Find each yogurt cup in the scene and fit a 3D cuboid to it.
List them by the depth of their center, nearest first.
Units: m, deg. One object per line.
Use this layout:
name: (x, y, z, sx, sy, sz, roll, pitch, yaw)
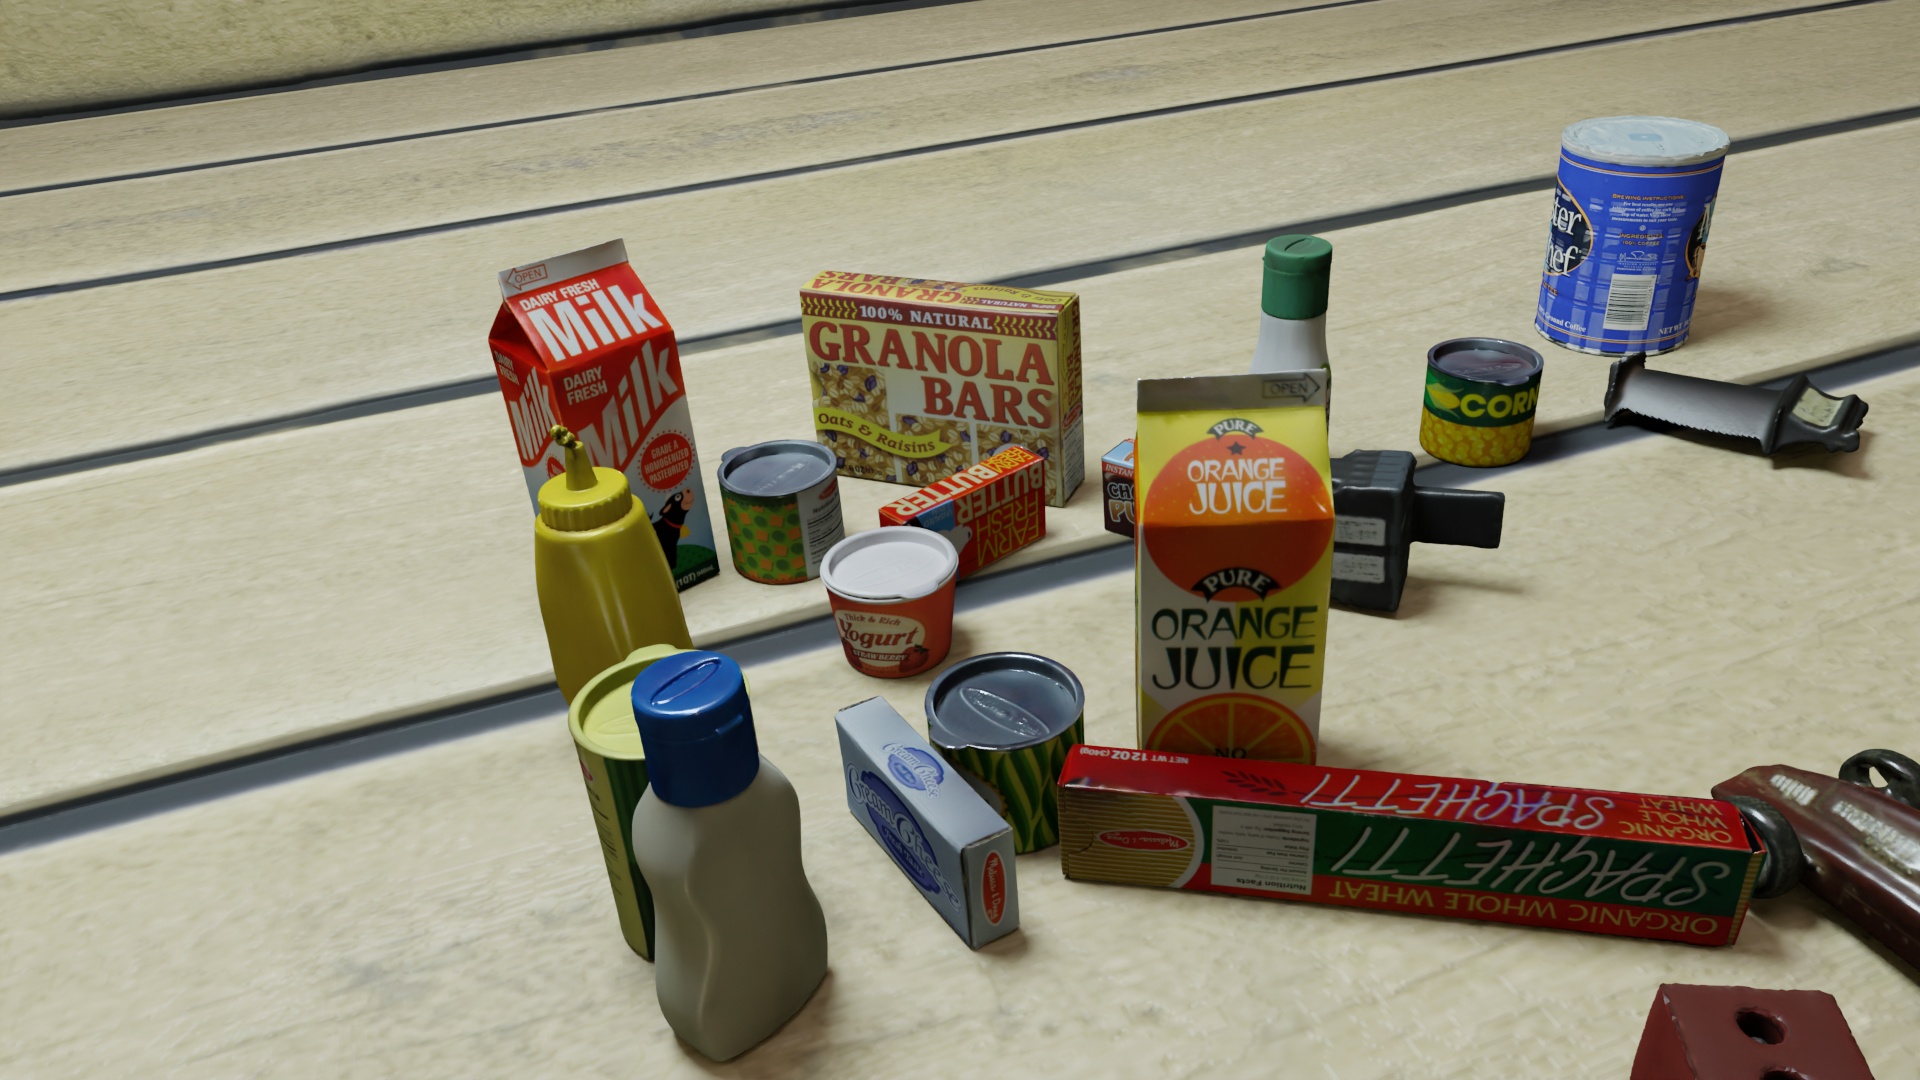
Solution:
yogurt cup: (-0.034, 0.032, 0.694, 0.072, 0.053, 0.073, -3, 30, 2)

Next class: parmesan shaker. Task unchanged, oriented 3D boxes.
parmesan shaker: (-0.107, 0.101, 0.536, 0.071, 0.102, 0.071, -3, 30, 2)

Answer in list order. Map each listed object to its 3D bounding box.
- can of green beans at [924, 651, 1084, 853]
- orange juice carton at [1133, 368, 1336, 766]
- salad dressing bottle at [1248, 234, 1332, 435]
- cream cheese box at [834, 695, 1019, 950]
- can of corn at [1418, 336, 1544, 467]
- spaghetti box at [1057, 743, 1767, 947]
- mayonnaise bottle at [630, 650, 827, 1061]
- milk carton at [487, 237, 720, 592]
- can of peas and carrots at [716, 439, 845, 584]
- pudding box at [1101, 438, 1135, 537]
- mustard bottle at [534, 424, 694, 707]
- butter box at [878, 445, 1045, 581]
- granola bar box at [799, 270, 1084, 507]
can of green beans: (0.020, 0.089, 0.586, 0.071, 0.057, 0.071, -3, 30, 2)
orange juice carton: (0.106, 0.021, 0.558, 0.072, 0.191, 0.073, -1, 30, 5)
salad dressing bottle: (0.189, -0.099, 0.796, 0.044, 0.147, 0.064, 20, 38, 35)
cream cheese box: (-0.015, 0.111, 0.557, 0.024, 0.053, 0.104, -20, 34, -25)
can of corn: (0.315, -0.083, 0.841, 0.071, 0.058, 0.071, -3, 30, 2)
spaghetti box: (0.163, 0.115, 0.531, 0.250, 0.050, 0.029, 3, 31, 12)
mayonnaise bottle: (-0.082, 0.107, 0.478, 0.041, 0.147, 0.065, 20, 38, 35)
milk carton: (-0.191, -0.061, 0.737, 0.072, 0.189, 0.073, -27, 37, -33)
can of peas and carrots: (-0.102, -0.017, 0.781, 0.071, 0.058, 0.071, -3, 30, 2)
pudding box: (0.121, -0.023, 0.771, 0.084, 0.049, 0.030, 18, 37, 33)
mustard bottle: (-0.159, 0.019, 0.627, 0.065, 0.159, 0.049, 14, 35, 29)
butter box: (0.003, -0.010, 0.760, 0.104, 0.052, 0.024, -27, 37, -33)
granola bar box: (-0.011, -0.092, 0.832, 0.165, 0.123, 0.039, 9, 33, 22)
